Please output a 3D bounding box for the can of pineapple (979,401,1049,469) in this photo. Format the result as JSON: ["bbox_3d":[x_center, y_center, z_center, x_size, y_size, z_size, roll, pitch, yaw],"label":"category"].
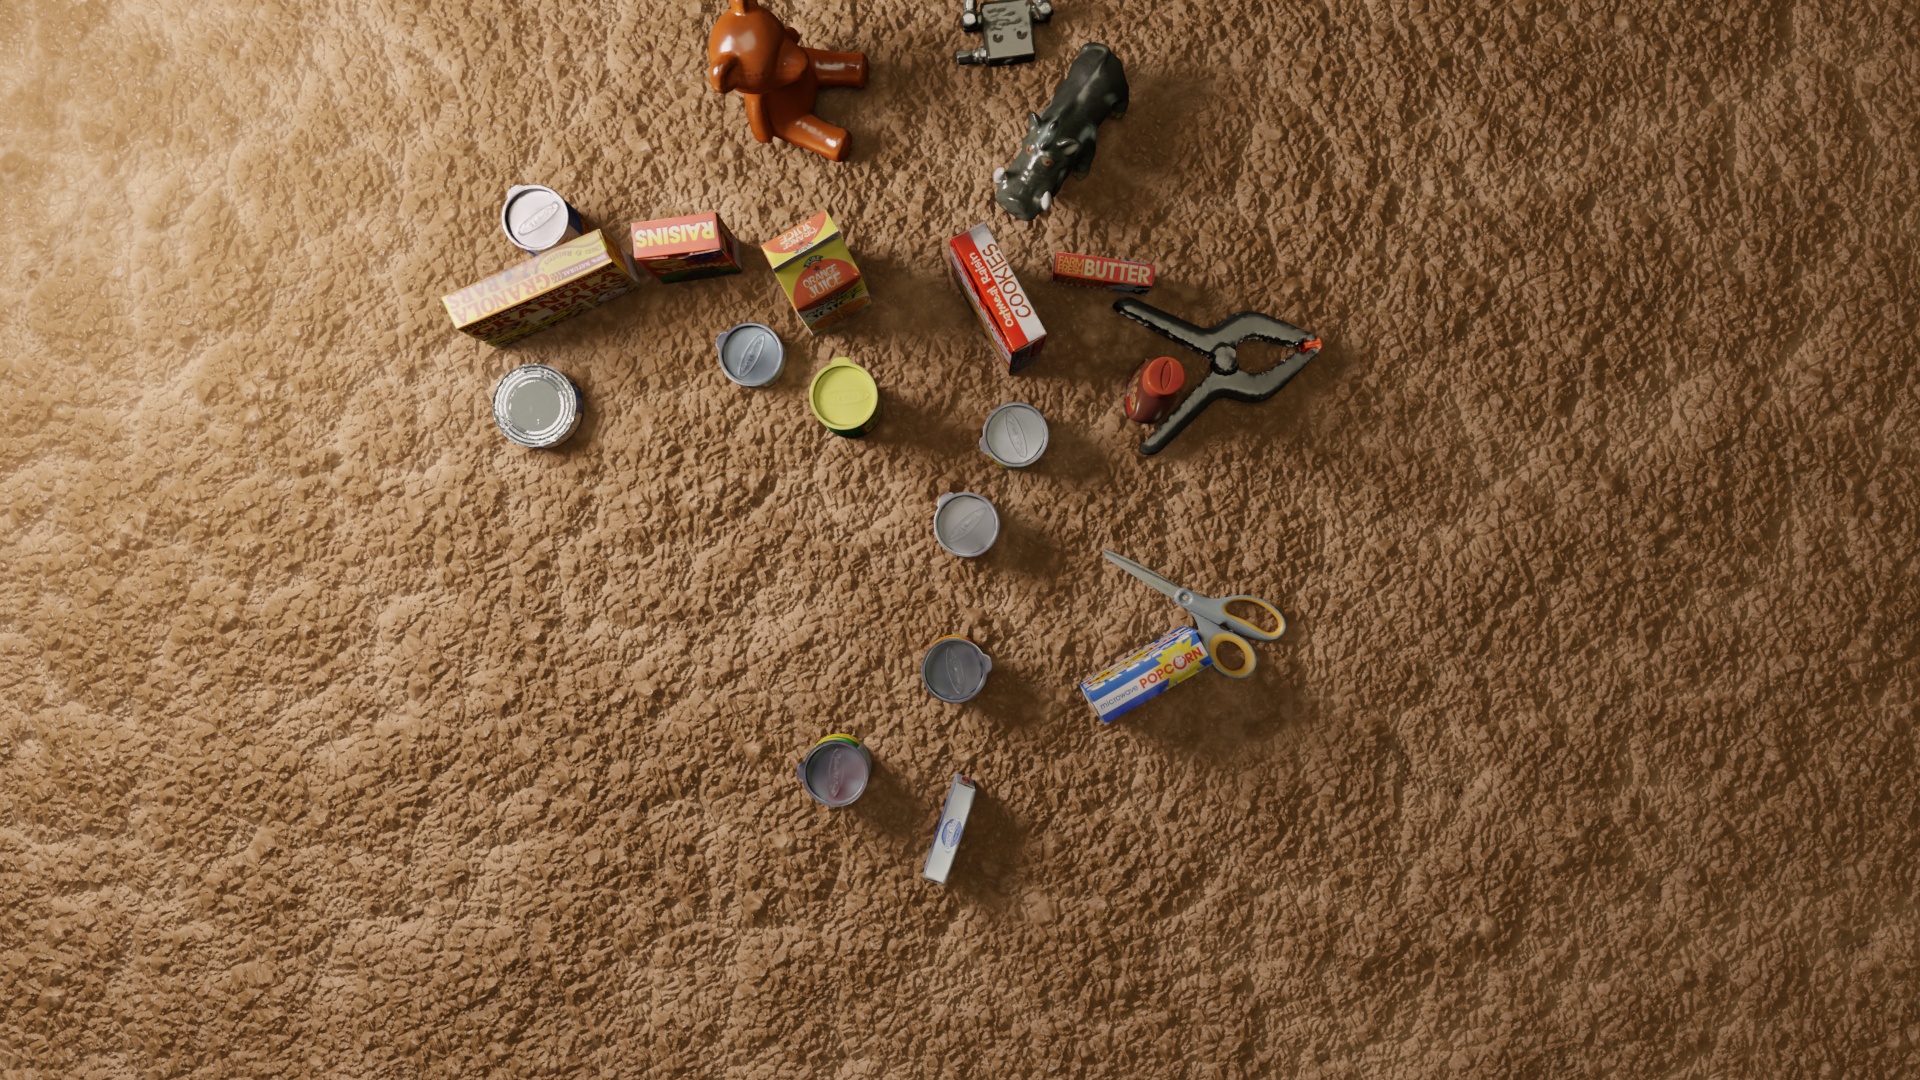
[{"bbox_3d":[0.054,-0.106,1.416,0.071,0.058,0.071,0,89,0],"label":"can of pineapple"}]

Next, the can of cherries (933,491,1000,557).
[{"bbox_3d":[0.005,-0.018,1.413,0.071,0.058,0.071,0,89,0],"label":"can of cherries"}]

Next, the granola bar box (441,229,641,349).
[{"bbox_3d":[-0.413,-0.248,1.387,0.165,0.124,0.039,-24,89,0],"label":"granola bar box"}]

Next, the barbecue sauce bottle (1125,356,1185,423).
[{"bbox_3d":[0.193,-0.153,1.372,0.044,0.148,0.065,10,89,0],"label":"barbecue sauce bottle"}]

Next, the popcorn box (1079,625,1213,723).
[{"bbox_3d":[0.185,0.134,1.396,0.127,0.085,0.038,-29,89,-1],"label":"popcorn box"}]

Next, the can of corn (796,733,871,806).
[{"bbox_3d":[-0.127,0.231,1.407,0.071,0.058,0.071,0,89,0],"label":"can of corn"}]

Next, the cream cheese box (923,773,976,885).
[{"bbox_3d":[-0.010,0.292,1.408,0.024,0.053,0.104,19,89,0],"label":"cream cheese box"}]

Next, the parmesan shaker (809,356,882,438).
[{"bbox_3d":[-0.113,-0.142,1.394,0.071,0.103,0.071,0,89,0],"label":"parmesan shaker"}]

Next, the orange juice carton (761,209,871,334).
[{"bbox_3d":[-0.140,-0.262,1.353,0.072,0.192,0.073,-29,89,0],"label":"orange juice carton"}]

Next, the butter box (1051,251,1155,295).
[{"bbox_3d":[0.145,-0.273,1.423,0.103,0.053,0.024,8,89,0],"label":"butter box"}]

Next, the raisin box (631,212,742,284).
[{"bbox_3d":[-0.272,-0.291,1.388,0.086,0.123,0.040,-7,89,0],"label":"raisin box"}]

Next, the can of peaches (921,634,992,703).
[{"bbox_3d":[-0.003,0.129,1.410,0.071,0.058,0.071,0,89,0],"label":"can of peaches"}]

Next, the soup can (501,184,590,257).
[{"bbox_3d":[-0.420,-0.320,1.409,0.071,0.084,0.071,0,89,0],"label":"soup can"}]

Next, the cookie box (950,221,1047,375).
[{"bbox_3d":[0.035,-0.233,1.365,0.040,0.167,0.123,-29,89,0],"label":"cookie box"}]

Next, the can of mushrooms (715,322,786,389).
[{"bbox_3d":[-0.216,-0.191,1.430,0.071,0.033,0.071,0,89,0],"label":"can of mushrooms"}]
